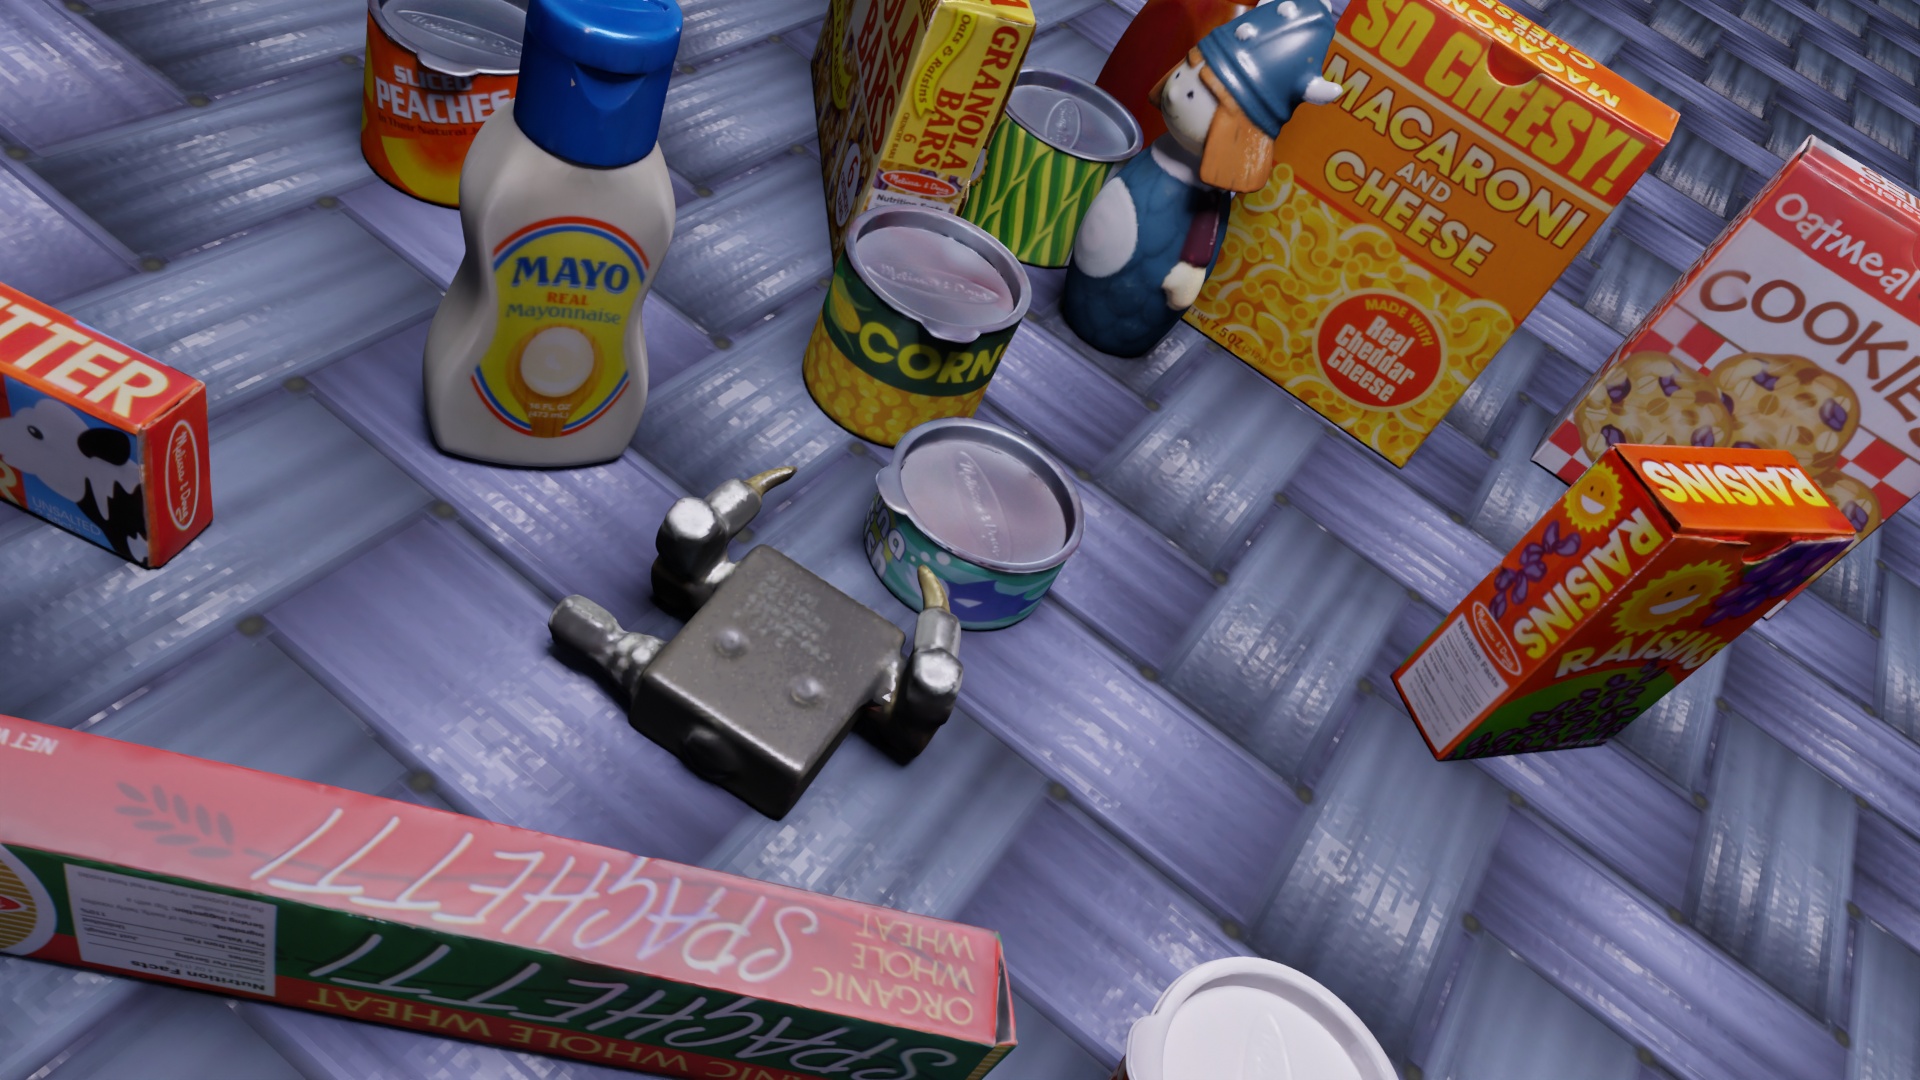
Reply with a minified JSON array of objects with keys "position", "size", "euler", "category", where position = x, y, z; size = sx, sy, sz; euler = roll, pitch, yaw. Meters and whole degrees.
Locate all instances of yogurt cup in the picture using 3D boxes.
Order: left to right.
[{"position":[0.063,0.140,0.325],"size":[0.072,0.053,0.073],"euler":[14,45,-14],"category":"yogurt cup"}]

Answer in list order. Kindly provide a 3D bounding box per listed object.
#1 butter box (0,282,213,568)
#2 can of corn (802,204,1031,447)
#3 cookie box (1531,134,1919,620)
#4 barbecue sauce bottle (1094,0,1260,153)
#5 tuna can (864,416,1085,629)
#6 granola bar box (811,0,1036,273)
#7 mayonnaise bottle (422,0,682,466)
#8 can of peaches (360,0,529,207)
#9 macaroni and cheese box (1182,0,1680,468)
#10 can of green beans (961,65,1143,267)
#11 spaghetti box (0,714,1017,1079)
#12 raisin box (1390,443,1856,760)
[{"position":[-0.240,-0.037,0.344],"size":[0.103,0.052,0.024],"euler":[26,43,-1],"category":"butter box"},{"position":[-0.016,-0.072,0.485],"size":[0.071,0.058,0.071],"euler":[14,45,-14],"category":"can of corn"},{"position":[0.343,-0.062,0.575],"size":[0.123,0.166,0.040],"euler":[37,44,10],"category":"cookie box"},{"position":[0.098,-0.212,0.610],"size":[0.044,0.147,0.065],"euler":[-19,60,-38],"category":"barbecue sauce bottle"},{"position":[0.002,-0.006,0.449],"size":[0.071,0.032,0.071],"euler":[14,45,-14],"category":"tuna can"},{"position":[-0.021,-0.196,0.553],"size":[0.039,0.123,0.166],"euler":[8,46,-20],"category":"granola bar box"},{"position":[-0.110,-0.083,0.383],"size":[0.065,0.147,0.041],"euler":[1,49,-26],"category":"mayonnaise bottle"},{"position":[-0.175,-0.157,0.487],"size":[0.071,0.057,0.071],"euler":[14,45,-14],"category":"can of peaches"},{"position":[0.176,-0.127,0.554],"size":[0.124,0.165,0.040],"euler":[36,44,9],"category":"macaroni and cheese box"},{"position":[0.036,-0.160,0.595],"size":[0.071,0.057,0.071],"euler":[14,45,-14],"category":"can of green beans"},{"position":[-0.112,0.082,0.296],"size":[0.250,0.050,0.029],"euler":[16,44,-13],"category":"spaghetti box"},{"position":[0.216,0.023,0.462],"size":[0.086,0.122,0.040],"euler":[1,49,-26],"category":"raisin box"}]
